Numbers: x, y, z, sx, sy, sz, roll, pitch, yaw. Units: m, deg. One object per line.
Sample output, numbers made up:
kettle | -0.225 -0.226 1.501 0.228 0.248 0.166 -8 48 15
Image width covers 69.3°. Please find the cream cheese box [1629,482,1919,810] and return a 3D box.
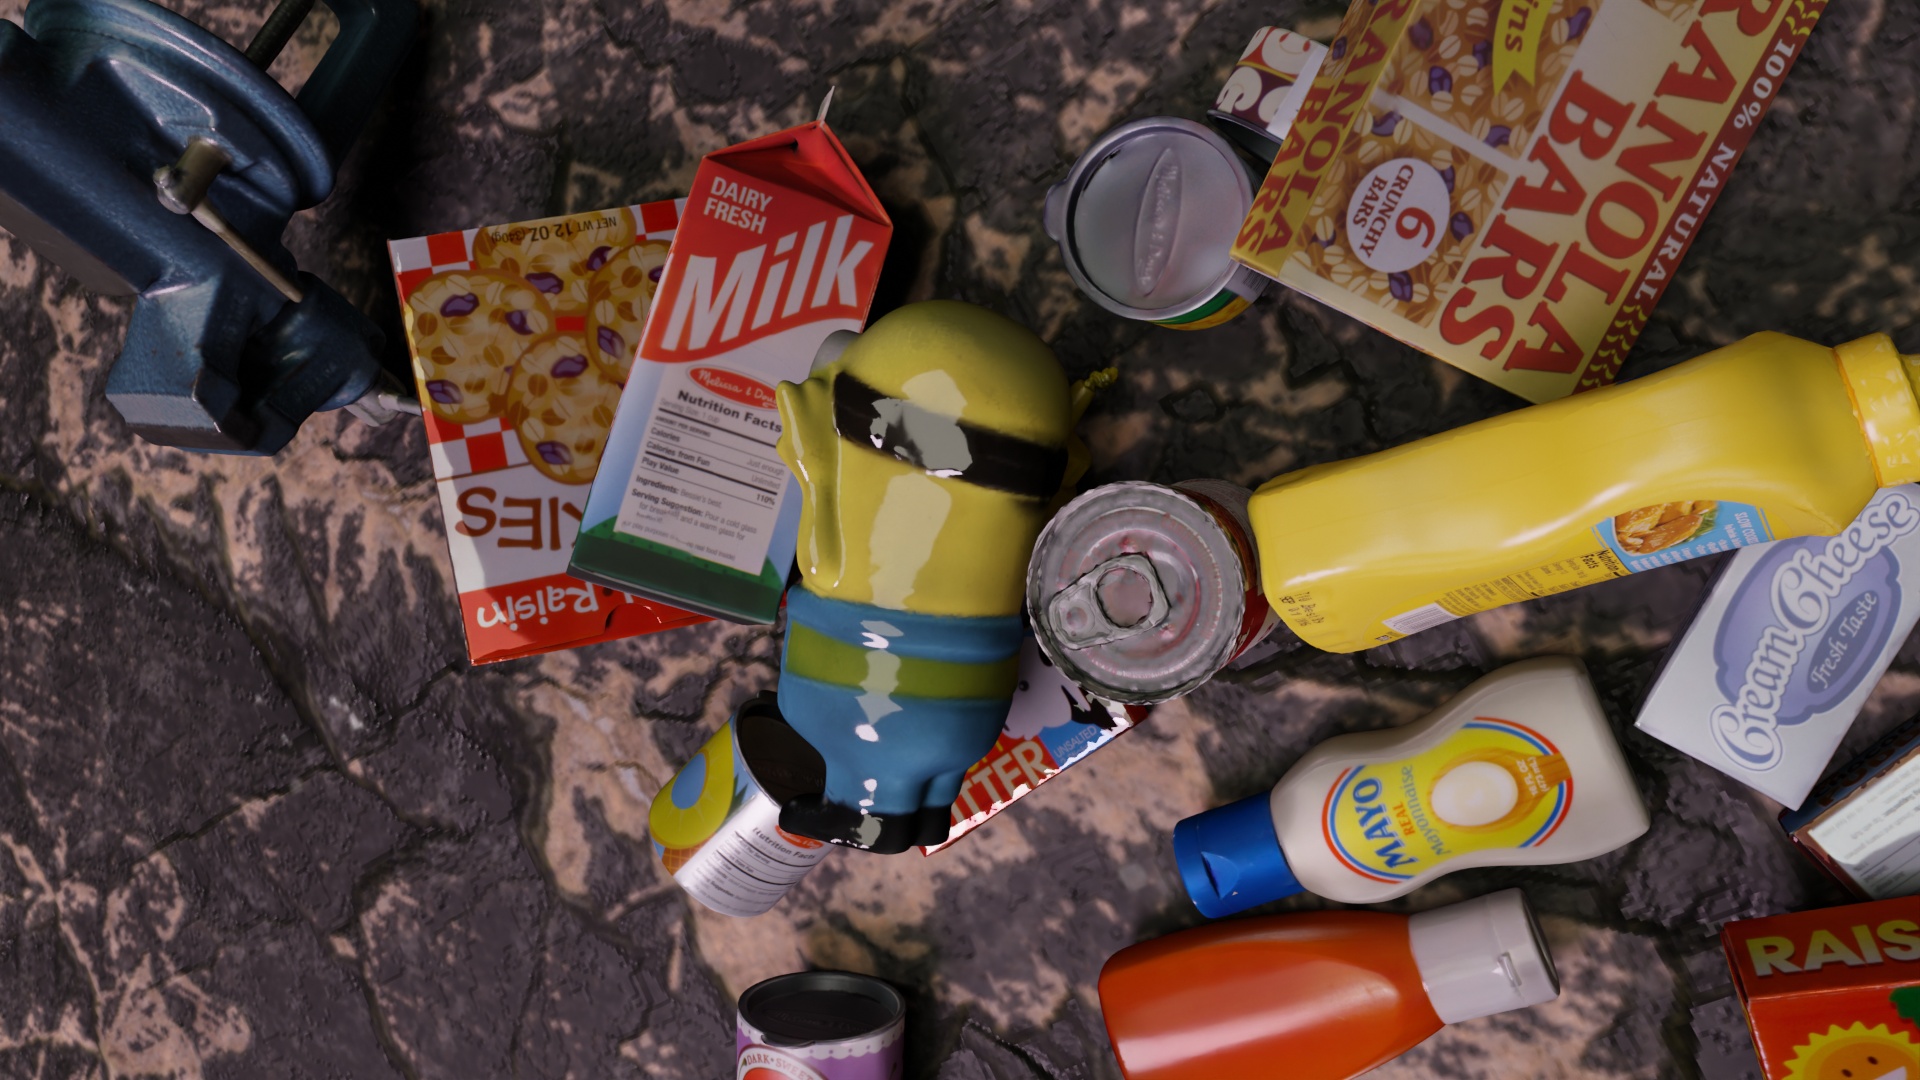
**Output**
cream cheese box | 0.257 0.025 0.428 0.053 0.024 0.103 29 103 20

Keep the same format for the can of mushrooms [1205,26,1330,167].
can of mushrooms | 0.116 -0.138 0.457 0.071 0.071 0.033 35 104 17

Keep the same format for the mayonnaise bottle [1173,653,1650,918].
mayonnaise bottle | 0.146 0.090 0.468 0.148 0.041 0.065 -24 86 21

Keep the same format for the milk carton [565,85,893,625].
milk carton | -0.080 -0.069 0.509 0.073 0.072 0.191 18 81 -15

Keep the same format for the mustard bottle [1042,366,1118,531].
mustard bottle | 0.002 -0.007 0.519 0.065 0.049 0.159 45 108 15

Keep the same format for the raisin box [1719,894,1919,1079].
raisin box | 0.281 0.163 0.399 0.086 0.040 0.123 -16 106 24

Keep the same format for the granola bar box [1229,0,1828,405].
granola bar box | 0.172 -0.133 0.411 0.124 0.039 0.165 20 104 -20

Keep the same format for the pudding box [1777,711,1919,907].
pudding box | 0.297 0.078 0.411 0.083 0.030 0.050 -45 75 18

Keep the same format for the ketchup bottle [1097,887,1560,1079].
ketchup bottle | 0.125 0.157 0.479 0.148 0.043 0.064 -22 88 22

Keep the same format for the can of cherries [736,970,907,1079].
can of cherries | -0.056 0.209 0.543 0.071 0.071 0.058 5 95 22

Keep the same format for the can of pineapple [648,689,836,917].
can of pineapple | -0.081 0.105 0.551 0.057 0.071 0.071 -45 76 19

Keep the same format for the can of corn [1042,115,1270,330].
can of corn | 0.071 -0.107 0.479 0.071 0.058 0.071 2 94 23

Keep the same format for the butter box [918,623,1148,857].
butter box | 0.015 0.073 0.531 0.103 0.024 0.053 -37 78 20

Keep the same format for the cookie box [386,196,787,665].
cookie box | -0.145 -0.044 0.551 0.123 0.040 0.167 -11 88 -10
